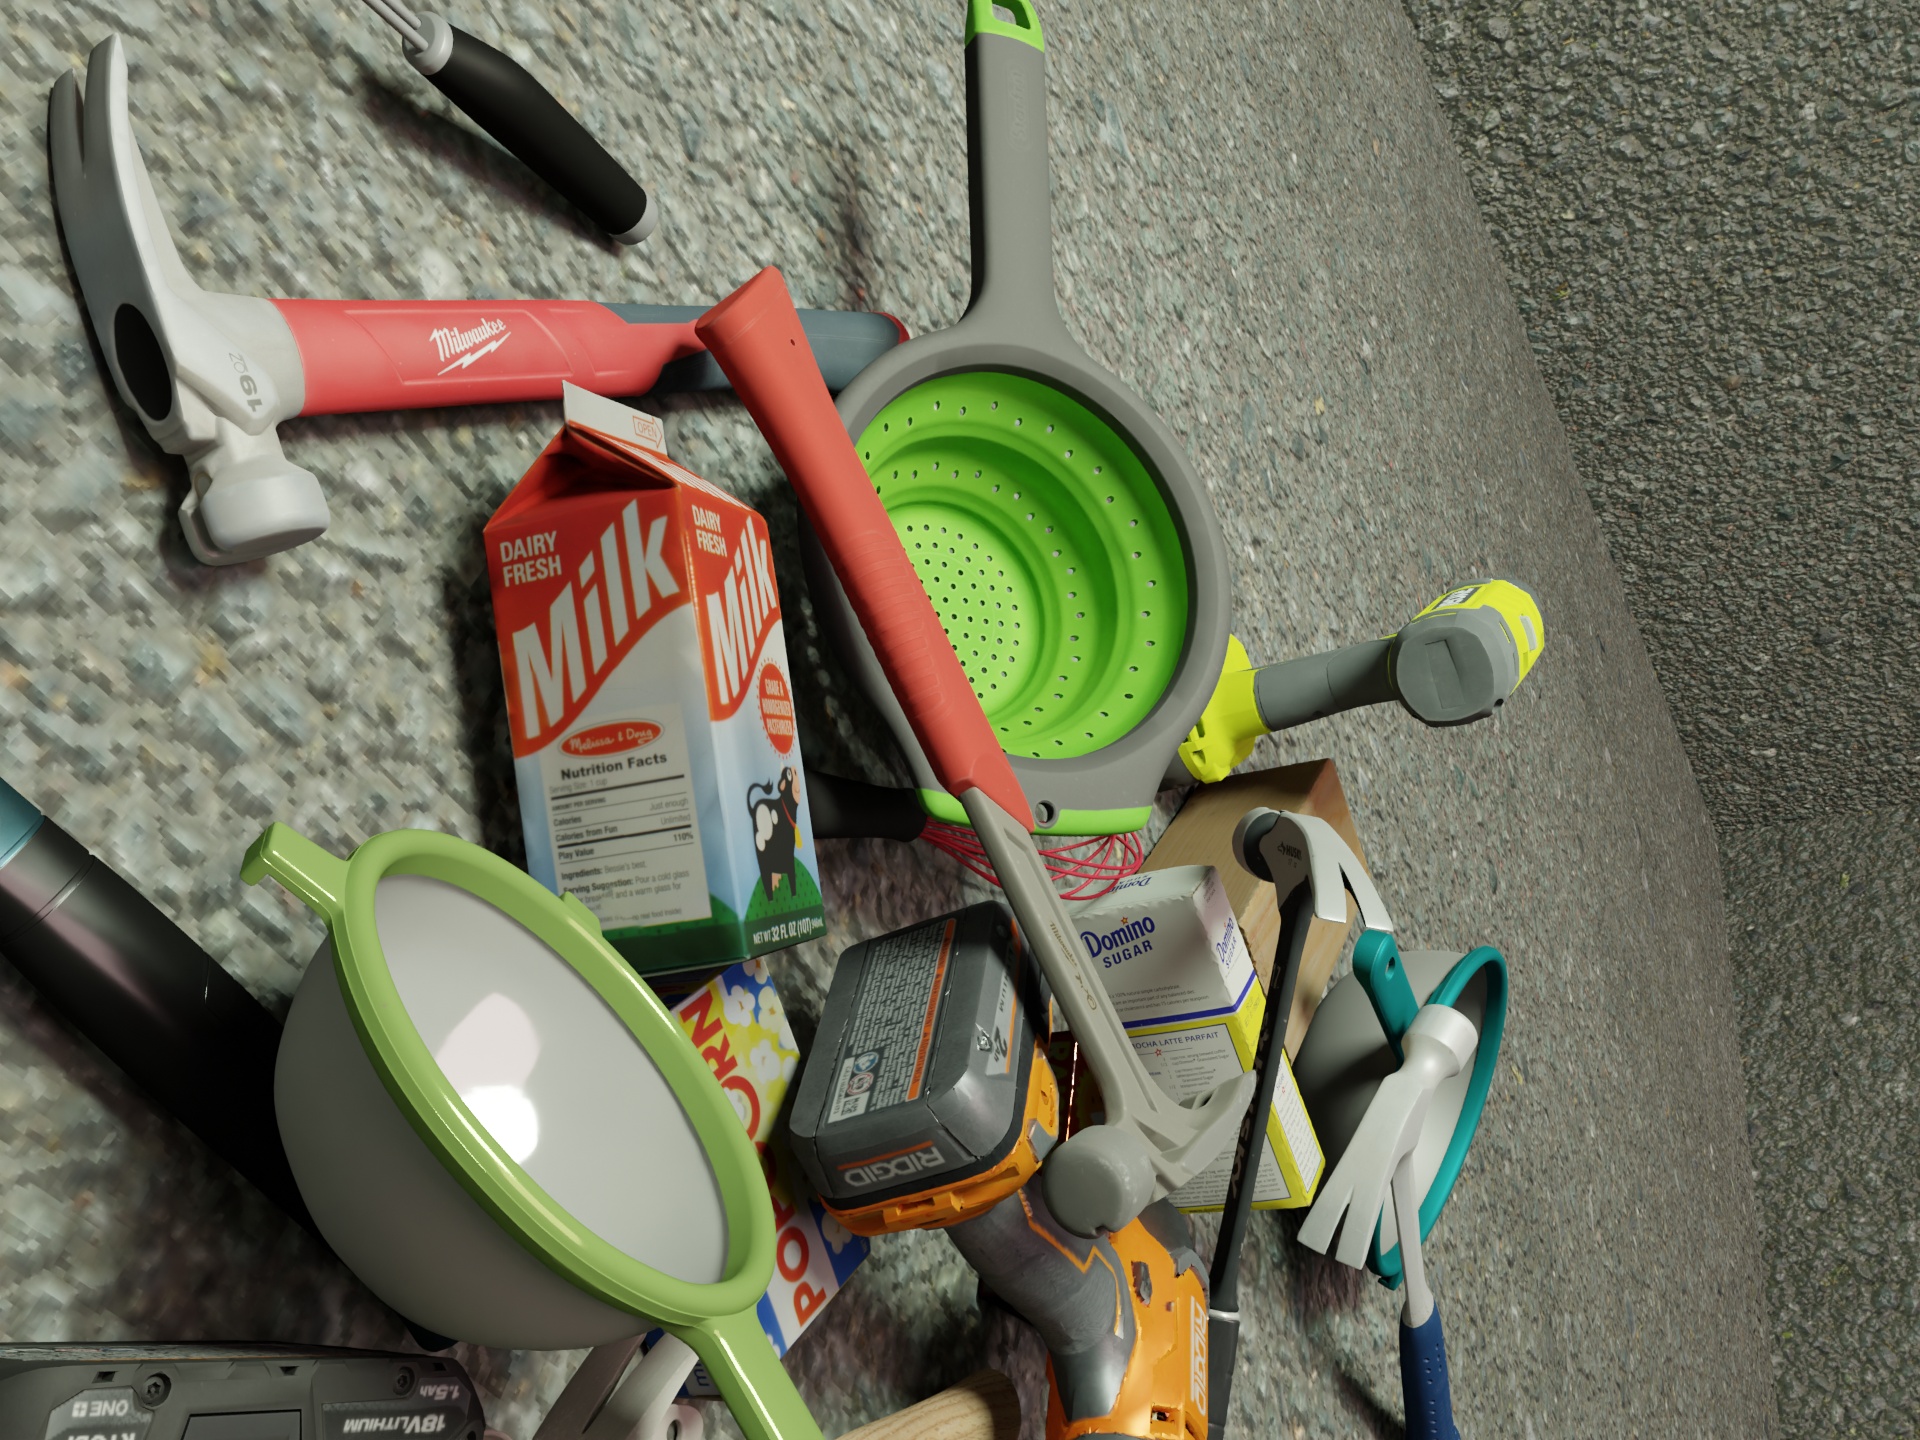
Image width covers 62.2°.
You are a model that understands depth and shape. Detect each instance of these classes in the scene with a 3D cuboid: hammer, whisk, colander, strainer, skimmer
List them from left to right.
[{"bbox_3d":[-0.219,0.041,0.380,0.330,0.033,0.128,57,35,-28],"label":"hammer"},{"bbox_3d":[-0.227,-0.229,0.483,0.363,0.090,0.127,29,42,-63],"label":"skimmer"},{"bbox_3d":[-0.089,0.144,0.385,0.256,0.069,0.151,53,4,19],"label":"strainer"},{"bbox_3d":[-0.135,-0.153,0.593,0.386,0.038,0.143,-24,97,-59],"label":"hammer"},{"bbox_3d":[-0.046,0.250,0.511,0.331,0.031,0.130,30,60,-65],"label":"hammer"},{"bbox_3d":[-0.011,0.042,0.699,0.295,0.073,0.073,10,70,-50],"label":"whisk"},{"bbox_3d":[-0.001,-0.002,0.578,0.359,0.036,0.149,64,24,9],"label":"hammer"},{"bbox_3d":[0.008,-0.138,0.714,0.204,0.094,0.397,6,74,-27],"label":"colander"},{"bbox_3d":[0.117,0.244,0.692,0.149,0.036,0.409,-154,-106,-86],"label":"hammer"},{"bbox_3d":[0.238,0.195,0.947,0.211,0.095,0.340,-60,145,-20],"label":"strainer"},{"bbox_3d":[0.262,0.341,0.925,0.144,0.035,0.405,-48,138,-31],"label":"hammer"}]

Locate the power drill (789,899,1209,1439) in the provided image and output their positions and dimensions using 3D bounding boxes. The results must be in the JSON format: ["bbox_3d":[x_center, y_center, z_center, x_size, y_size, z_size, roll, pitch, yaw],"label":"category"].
[{"bbox_3d":[0.031,0.182,0.613,0.226,0.084,0.164,60,22,-24],"label":"power drill"}]

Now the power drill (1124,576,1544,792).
[{"bbox_3d":[0.228,-0.030,0.941,0.190,0.228,0.080,-28,102,-58],"label":"power drill"}]

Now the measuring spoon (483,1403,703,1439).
[{"bbox_3d":[-0.120,0.227,0.487,0.124,0.018,0.034,24,59,-61],"label":"measuring spoon"}]

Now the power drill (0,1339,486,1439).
[{"bbox_3d":[-0.175,0.249,0.328,0.171,0.080,0.223,27,59,-50],"label":"power drill"}]
